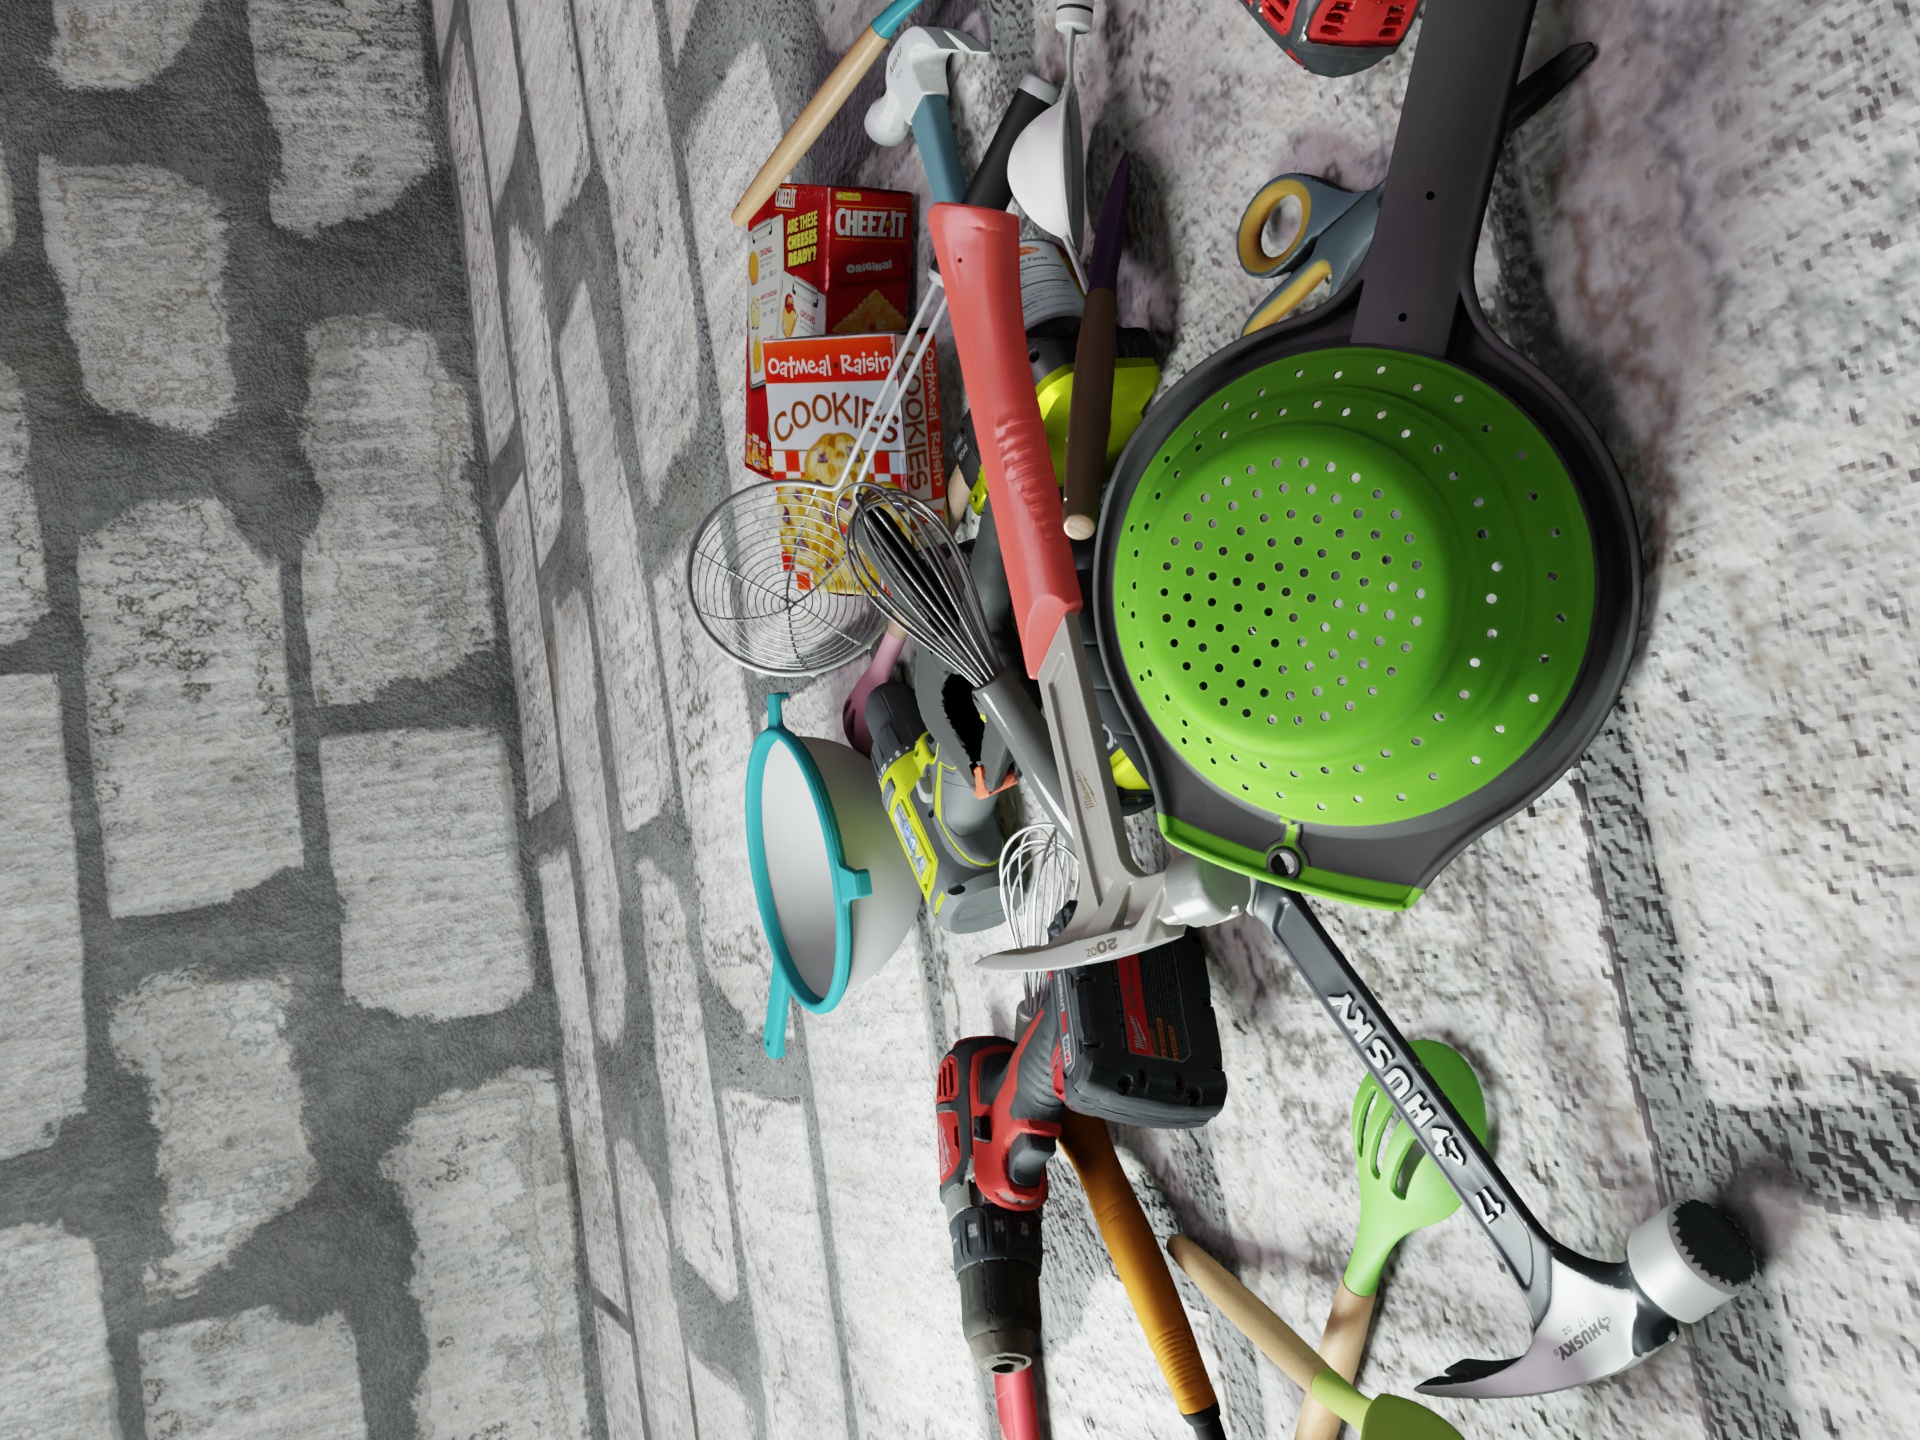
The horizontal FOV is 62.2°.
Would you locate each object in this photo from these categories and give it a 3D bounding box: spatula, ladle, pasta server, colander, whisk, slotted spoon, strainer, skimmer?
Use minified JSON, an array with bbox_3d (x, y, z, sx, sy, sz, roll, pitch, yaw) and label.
[{"bbox_3d":[0.063,-0.180,0.721,0.316,0.018,0.059,-80,5,-47],"label":"spatula"},{"bbox_3d":[0.141,0.292,0.714,0.320,0.062,0.078,-177,73,-78],"label":"ladle"},{"bbox_3d":[-0.028,-0.080,1.099,0.060,0.040,0.316,66,146,34],"label":"pasta server"},{"bbox_3d":[0.142,-0.124,0.545,0.204,0.094,0.397,16,101,25],"label":"colander"},{"bbox_3d":[0.048,0.170,0.969,0.058,0.059,0.246,-64,-21,-62],"label":"whisk"},{"bbox_3d":[-0.074,-0.433,1.024,0.317,0.044,0.082,-38,35,42],"label":"spatula"},{"bbox_3d":[0.178,0.278,0.727,0.070,0.031,0.313,47,138,51],"label":"slotted spoon"},{"bbox_3d":[0.014,-0.018,0.790,0.239,0.055,0.055,56,157,-10],"label":"whisk"},{"bbox_3d":[-0.094,0.148,1.213,0.340,0.095,0.211,103,149,-43],"label":"strainer"},{"bbox_3d":[0.056,-0.353,0.820,0.087,0.050,0.258,-27,-57,-78],"label":"strainer"},{"bbox_3d":[-0.041,-0.195,0.908,0.363,0.127,0.090,-62,-4,19],"label":"skimmer"}]

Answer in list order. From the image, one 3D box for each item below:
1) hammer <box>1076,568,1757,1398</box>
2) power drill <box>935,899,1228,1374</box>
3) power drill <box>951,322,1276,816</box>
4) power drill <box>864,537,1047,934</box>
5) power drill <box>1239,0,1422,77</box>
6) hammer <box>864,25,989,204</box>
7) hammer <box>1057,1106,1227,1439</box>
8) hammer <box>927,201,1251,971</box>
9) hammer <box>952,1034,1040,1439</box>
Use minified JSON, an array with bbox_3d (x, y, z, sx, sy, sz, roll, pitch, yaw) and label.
[{"bbox_3d":[0.137,0.087,0.669,0.409,0.036,0.149,57,137,30],"label":"hammer"},{"bbox_3d":[0.050,0.222,0.847,0.226,0.080,0.188,122,154,-42],"label":"power drill"},{"bbox_3d":[0.080,-0.082,0.805,0.171,0.080,0.223,-52,53,58],"label":"power drill"},{"bbox_3d":[-0.002,-0.003,0.996,0.228,0.080,0.191,108,146,-46],"label":"power drill"},{"bbox_3d":[0.150,-0.373,0.588,0.219,0.078,0.143,109,146,-48],"label":"power drill"},{"bbox_3d":[0.005,-0.276,0.971,0.128,0.033,0.331,136,124,-61],"label":"hammer"},{"bbox_3d":[0.111,0.325,0.812,0.337,0.034,0.127,-115,7,-50],"label":"hammer"},{"bbox_3d":[0.030,-0.068,0.729,0.149,0.036,0.359,-25,72,46],"label":"hammer"},{"bbox_3d":[0.026,0.405,1.072,0.143,0.038,0.386,173,91,-67],"label":"hammer"}]
